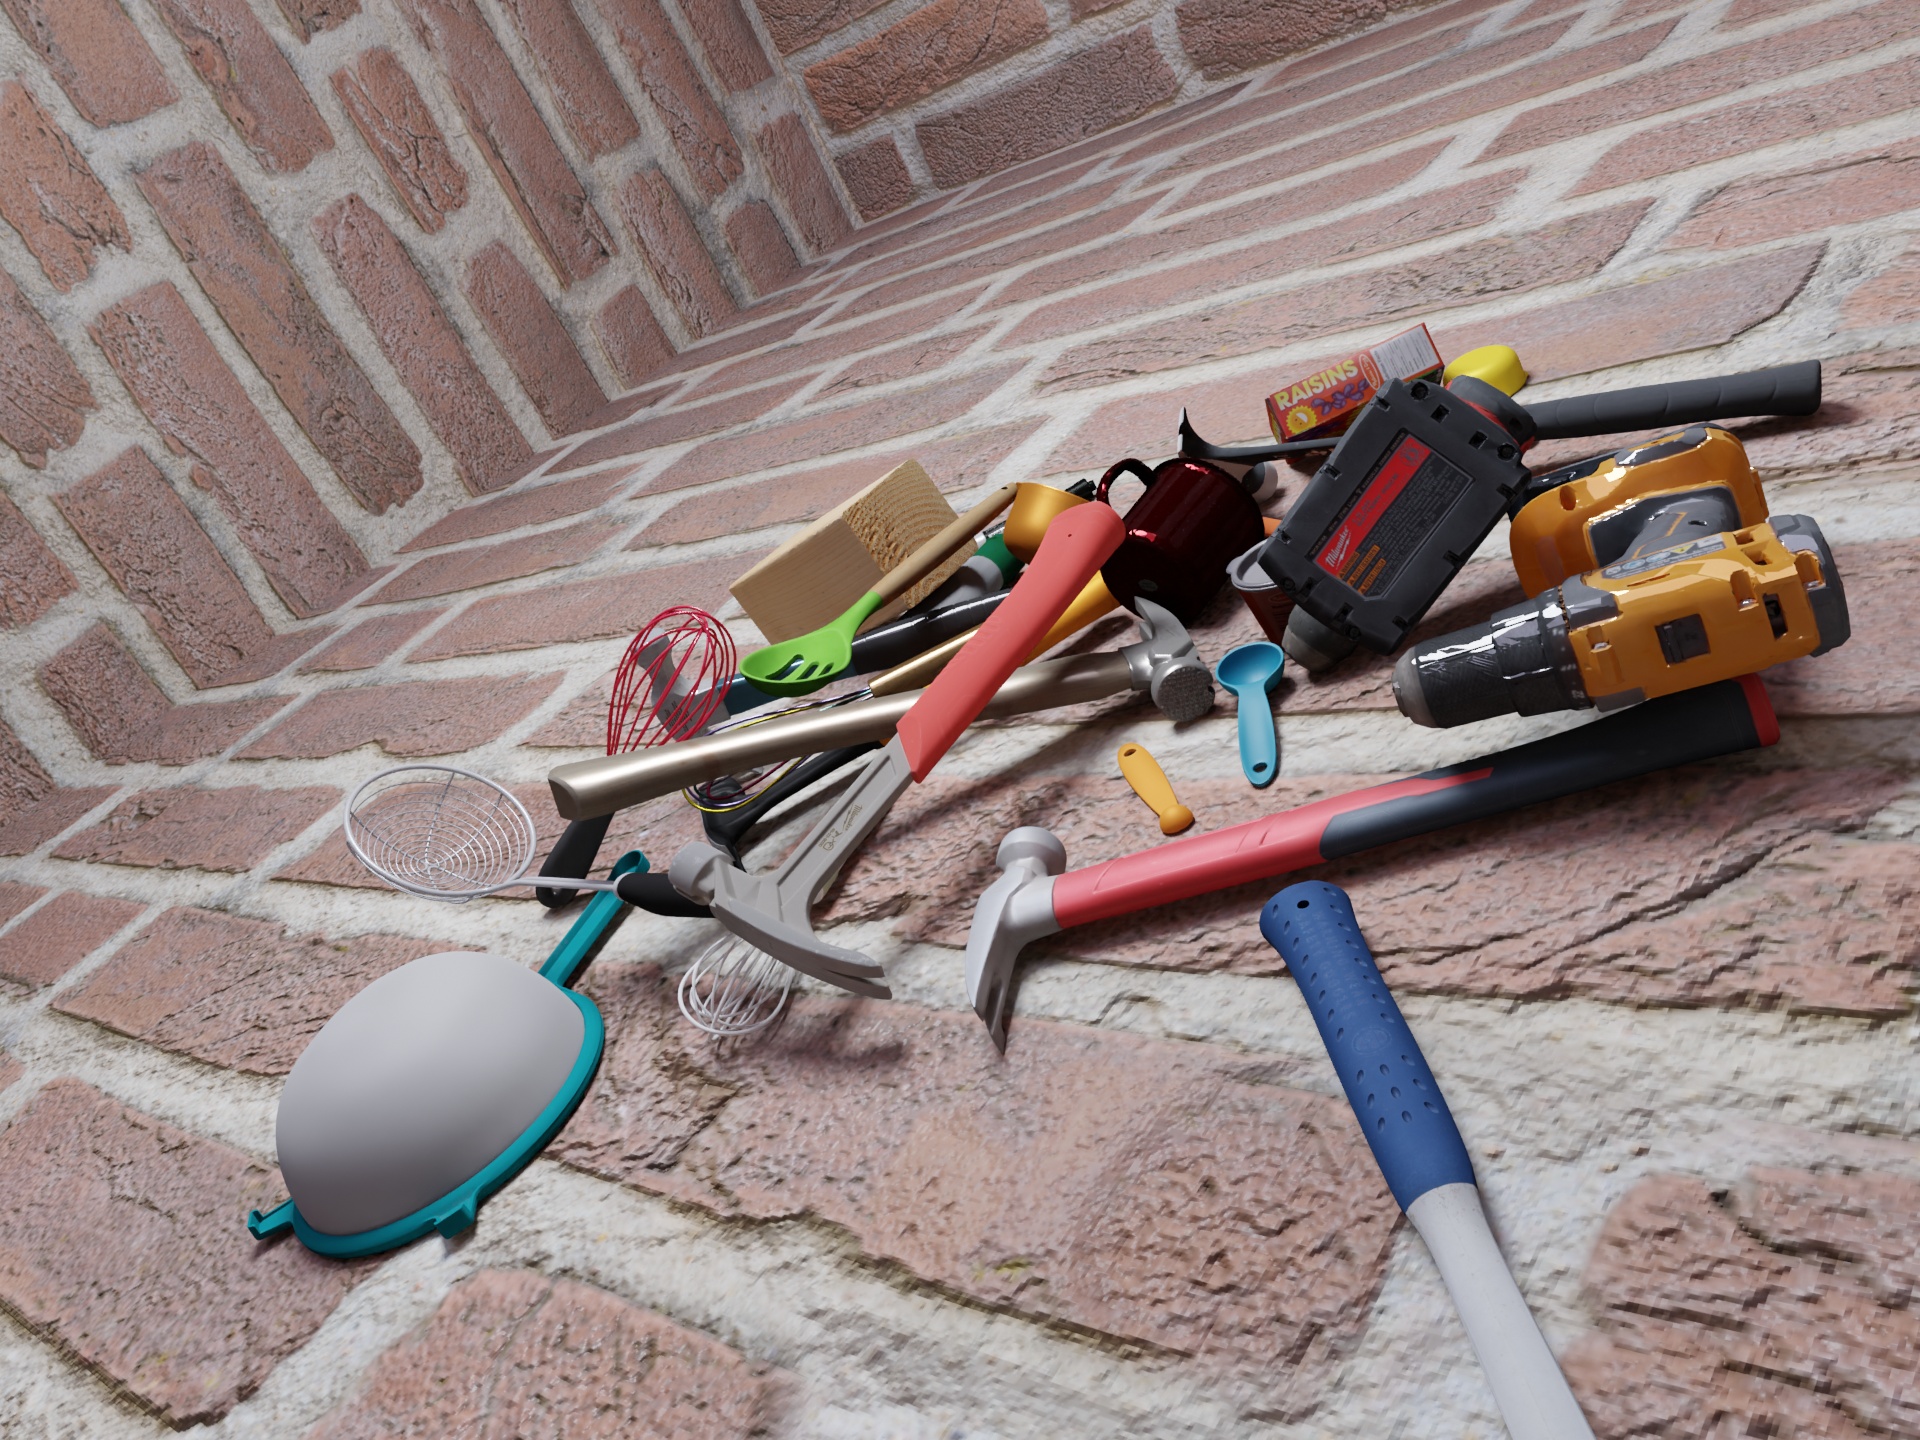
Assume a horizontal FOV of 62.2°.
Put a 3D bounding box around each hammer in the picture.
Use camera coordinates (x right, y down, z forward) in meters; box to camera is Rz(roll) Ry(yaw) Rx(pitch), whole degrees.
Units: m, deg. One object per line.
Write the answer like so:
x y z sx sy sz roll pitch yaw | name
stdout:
0.181 0.059 0.754 0.386 0.038 0.143 -18 27 22 | hammer
0.174 0.171 0.542 0.144 0.035 0.406 -25 24 8 | hammer
0.329 -0.191 1.029 0.409 0.036 0.149 -1 -7 37 | hammer
-0.055 -0.003 1.011 0.410 0.038 0.146 -12 23 -2 | hammer
-0.031 -0.006 1.107 0.337 0.034 0.127 -32 23 -3 | hammer
-0.067 -0.051 1.175 0.331 0.128 0.033 -17 27 5 | hammer
-0.001 -0.003 0.923 0.149 0.036 0.359 22 56 30 | hammer

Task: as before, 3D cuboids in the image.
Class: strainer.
-0.304 0.169 0.995 0.211 0.095 0.340 -12 30 33 | strainer

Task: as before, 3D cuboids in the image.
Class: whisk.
-0.076 -0.004 1.072 0.245 0.051 0.047 -27 43 -1 | whisk
-0.097 0.107 0.965 0.059 0.057 0.246 18 37 12 | whisk
-0.231 0.034 1.085 0.295 0.073 0.073 -54 8 34 | whisk

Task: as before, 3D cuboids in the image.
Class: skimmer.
-0.253 0.074 1.001 0.363 0.090 0.127 -1 12 40 | skimmer

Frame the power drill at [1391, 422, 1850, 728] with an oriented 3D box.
0.307 -0.065 0.767 0.185 0.084 0.226 -17 15 24 | power drill

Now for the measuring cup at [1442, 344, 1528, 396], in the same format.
0.379 -0.231 1.125 0.062 0.029 0.157 -22 23 16 | measuring cup

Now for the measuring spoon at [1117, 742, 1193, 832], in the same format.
0.109 0.034 0.914 0.021 0.011 0.117 -28 24 2 | measuring spoon

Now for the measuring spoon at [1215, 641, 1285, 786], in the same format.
0.171 0.001 0.916 0.042 0.021 0.129 -15 36 18 | measuring spoon

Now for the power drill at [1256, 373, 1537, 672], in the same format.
0.222 -0.094 0.833 0.188 0.080 0.226 -55 -11 20 | power drill

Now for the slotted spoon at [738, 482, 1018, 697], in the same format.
-0.044 -0.097 1.135 0.070 0.031 0.314 15 41 32 | slotted spoon

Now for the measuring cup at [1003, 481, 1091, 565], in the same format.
0.072 -0.136 1.243 0.173 0.095 0.052 151 143 -83 | measuring cup

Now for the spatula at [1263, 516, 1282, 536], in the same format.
0.193 -0.148 1.152 0.081 0.041 0.323 -33 22 -29 | spatula
